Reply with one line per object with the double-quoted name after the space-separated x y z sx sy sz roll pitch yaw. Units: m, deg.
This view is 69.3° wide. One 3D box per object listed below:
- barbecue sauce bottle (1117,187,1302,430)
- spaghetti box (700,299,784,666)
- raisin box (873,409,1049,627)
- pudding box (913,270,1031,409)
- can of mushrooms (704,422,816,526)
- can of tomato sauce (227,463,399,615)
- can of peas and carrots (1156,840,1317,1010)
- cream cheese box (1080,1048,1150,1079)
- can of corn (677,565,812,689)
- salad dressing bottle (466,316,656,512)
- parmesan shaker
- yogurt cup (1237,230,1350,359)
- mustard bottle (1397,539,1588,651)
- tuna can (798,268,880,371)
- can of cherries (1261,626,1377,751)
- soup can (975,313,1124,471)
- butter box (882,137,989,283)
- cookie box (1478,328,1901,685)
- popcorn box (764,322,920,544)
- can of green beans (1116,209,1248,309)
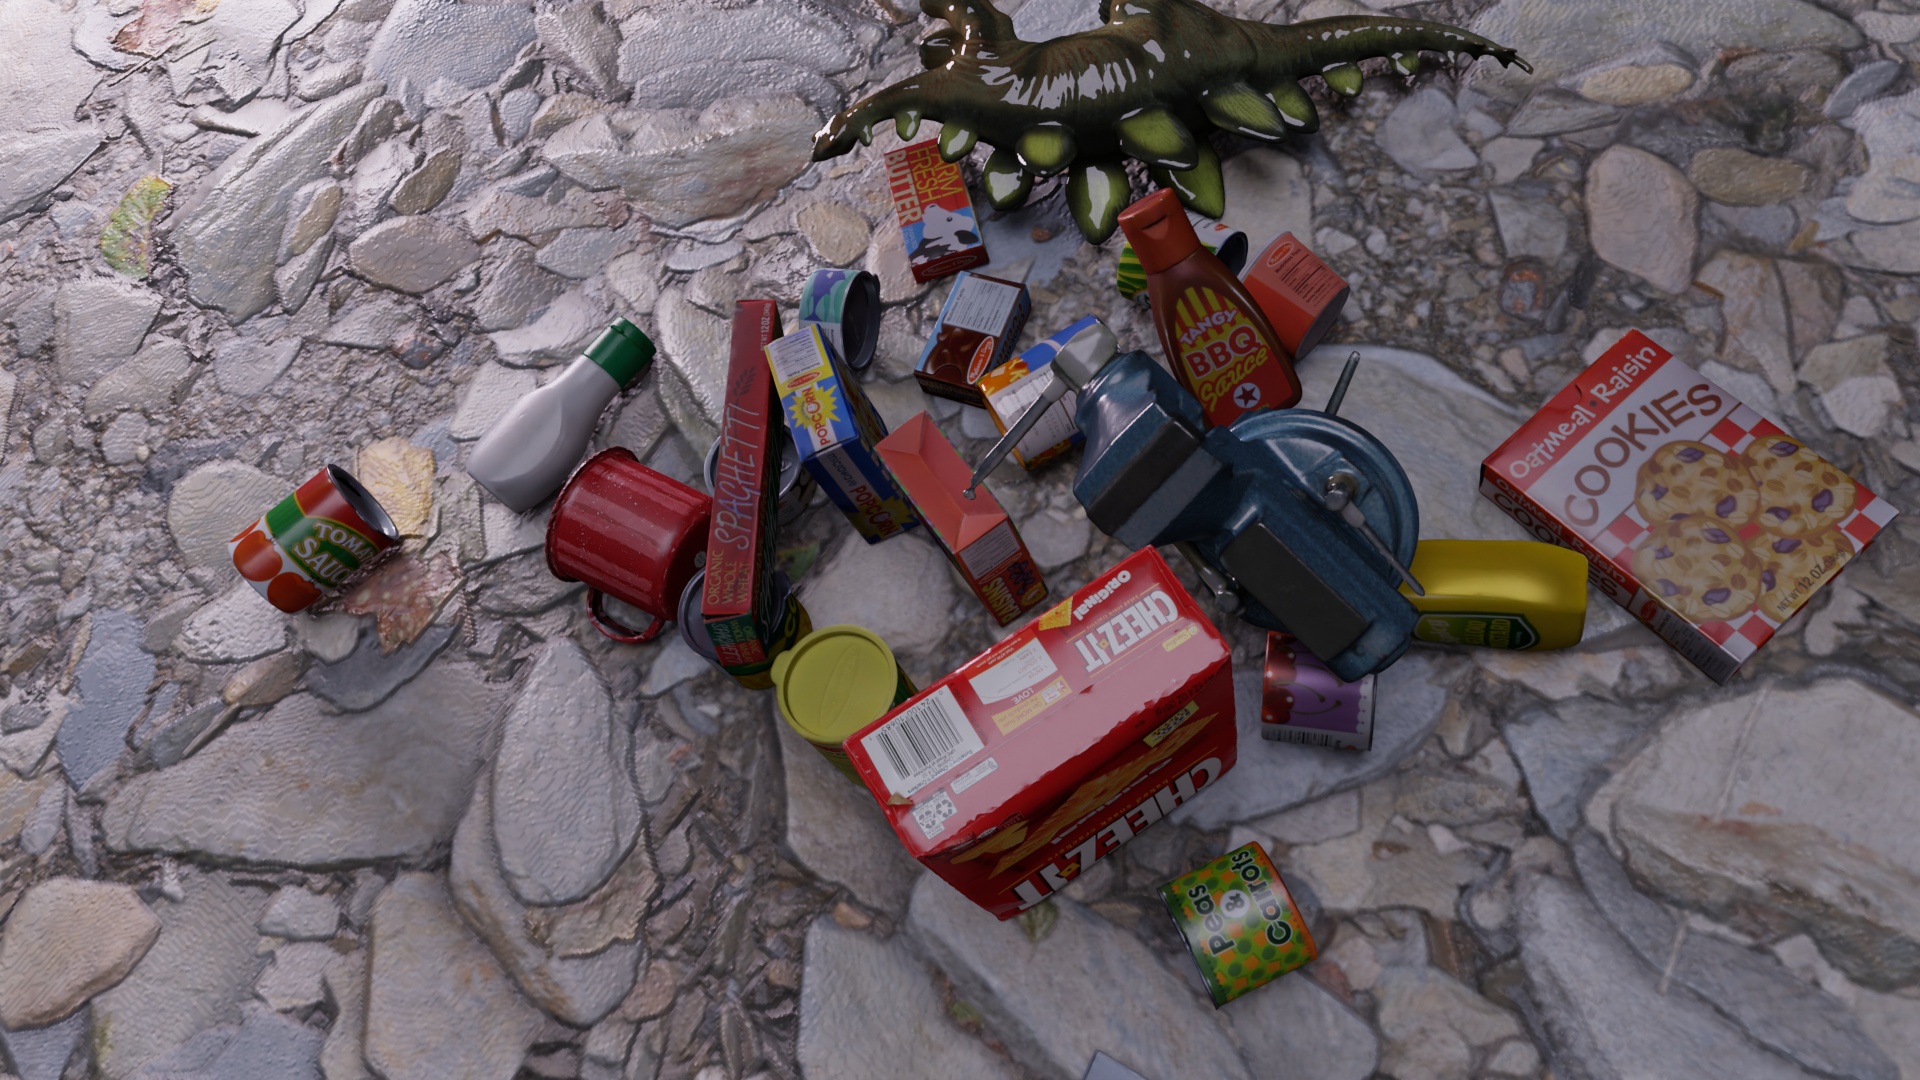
0.143 -0.135 0.821 0.065 0.044 0.148 -28 107 14 "barbecue sauce bottle"
-0.126 -0.042 0.832 0.029 0.050 0.251 -4 52 3 "spaghetti box"
0.003 -0.010 0.801 0.040 0.123 0.086 -37 63 -3 "raisin box"
0.008 -0.132 0.908 0.050 0.030 0.084 17 71 18 "pudding box"
-0.128 -0.045 0.897 0.071 0.033 0.071 -5 65 11 "can of mushrooms"
-0.430 0.001 0.927 0.083 0.071 0.071 -39 64 -5 "can of tomato sauce"
0.140 0.193 0.705 0.059 0.070 0.071 -26 63 0 "can of peas and carrots"
0.102 0.303 0.689 0.104 0.024 0.053 24 73 22 "cream cheese box"
-0.126 0.049 0.839 0.071 0.058 0.071 -5 65 11 "can of corn"
-0.269 -0.088 0.944 0.064 0.044 0.148 33 75 26 "salad dressing bottle"
-0.058 0.094 0.778 0.071 0.102 0.071 -5 65 10 "parmesan shaker"
0.201 -0.148 0.853 0.054 0.072 0.072 39 79 17 "yogurt cup"
0.256 0.029 0.762 0.160 0.065 0.049 2 62 22 "mustard bottle"
-0.079 -0.148 0.915 0.033 0.071 0.071 8 68 17 "tuna can"
0.194 0.075 0.749 0.058 0.071 0.072 4 67 16 "can of cherries"
0.060 -0.091 0.859 0.084 0.071 0.071 -30 63 -1 "soup can"
-0.018 -0.230 0.962 0.053 0.024 0.104 -17 64 4 "butter box"
0.393 -0.023 0.763 0.123 0.040 0.168 -40 64 -7 "cookie box"
-0.070 -0.062 0.840 0.038 0.126 0.085 -24 63 5 "popcorn box"
0.140 -0.173 0.877 0.058 0.071 0.071 28 75 24 "can of green beans"
